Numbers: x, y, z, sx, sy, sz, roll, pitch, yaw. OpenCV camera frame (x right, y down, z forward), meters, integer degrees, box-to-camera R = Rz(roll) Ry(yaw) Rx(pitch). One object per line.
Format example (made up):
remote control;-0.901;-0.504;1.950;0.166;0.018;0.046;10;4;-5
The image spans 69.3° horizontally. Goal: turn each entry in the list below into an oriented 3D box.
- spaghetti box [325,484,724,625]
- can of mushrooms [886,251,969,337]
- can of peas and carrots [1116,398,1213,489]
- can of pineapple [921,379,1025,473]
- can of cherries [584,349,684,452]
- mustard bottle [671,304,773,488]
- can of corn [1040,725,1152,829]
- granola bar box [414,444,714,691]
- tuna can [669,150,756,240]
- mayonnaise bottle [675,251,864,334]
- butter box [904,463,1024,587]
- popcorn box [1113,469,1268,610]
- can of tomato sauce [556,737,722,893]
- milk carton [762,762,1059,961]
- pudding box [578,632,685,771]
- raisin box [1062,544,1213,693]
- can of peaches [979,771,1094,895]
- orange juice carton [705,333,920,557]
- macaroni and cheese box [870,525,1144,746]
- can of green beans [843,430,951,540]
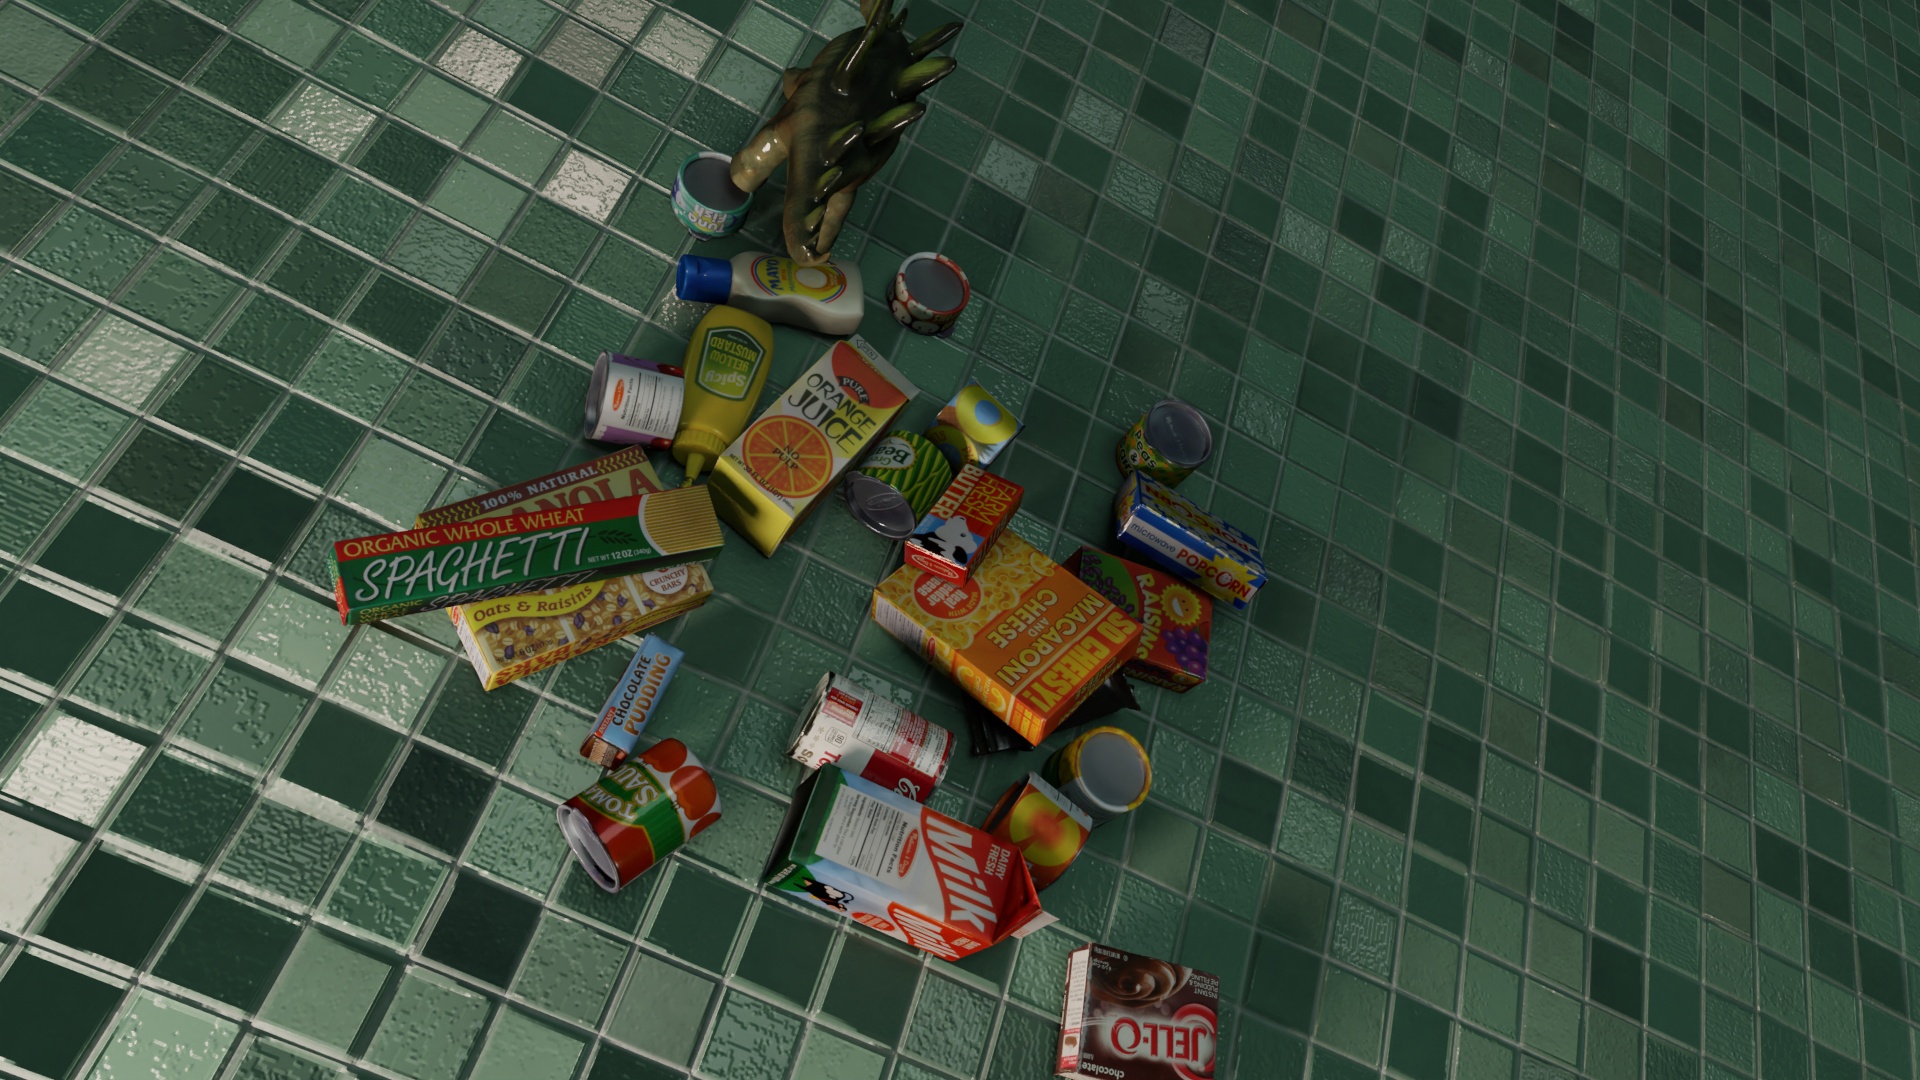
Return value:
spaghetti box;-0.282;0.008;0.923;0.251;0.028;0.050;-11;70;-29
can of mushrooms;-0.026;-0.211;1.195;0.071;0.033;0.071;11;61;-20
can of peas and carrots;0.175;-0.080;1.206;0.071;0.058;0.071;10;62;-19
can of pineapple;0.009;-0.087;1.130;0.058;0.070;0.071;42;56;0
can of cherries;-0.241;-0.102;1.023;0.058;0.071;0.072;10;62;-25
mustard bottle;-0.187;-0.104;1.058;0.065;0.048;0.161;18;59;-14
can of corn;0.103;0.176;1.045;0.071;0.058;0.071;10;62;-20
granola bar box;-0.274;0.015;0.965;0.166;0.039;0.124;-22;76;-32
tuna can;-0.205;-0.286;1.151;0.071;0.032;0.071;11;61;-20
mayonnaise bottle;-0.154;-0.205;1.128;0.148;0.041;0.065;3;61;-24
butter box;0.004;-0.013;1.068;0.053;0.024;0.104;24;49;15
popcorn box;0.190;-0.002;1.162;0.127;0.038;0.085;30;21;-8
can of tomato sauce;-0.207;0.175;0.898;0.083;0.071;0.071;-33;82;-34
milk carton;-0.029;0.230;0.950;0.190;0.072;0.074;25;58;-10
pudding box;-0.221;0.108;0.936;0.030;0.049;0.084;30;57;-10
raisin box;0.142;0.064;1.130;0.123;0.040;0.086;19;58;-16
can of peaches;0.052;0.211;1.000;0.058;0.071;0.071;40;56;-2
orange juice carton;-0.108;-0.083;1.069;0.072;0.072;0.194;40;55;-1
macaroni and cheese box;0.035;0.062;1.049;0.167;0.040;0.124;36;53;22
can of green beans;-0.048;-0.044;1.081;0.071;0.071;0.058;37;56;-4
